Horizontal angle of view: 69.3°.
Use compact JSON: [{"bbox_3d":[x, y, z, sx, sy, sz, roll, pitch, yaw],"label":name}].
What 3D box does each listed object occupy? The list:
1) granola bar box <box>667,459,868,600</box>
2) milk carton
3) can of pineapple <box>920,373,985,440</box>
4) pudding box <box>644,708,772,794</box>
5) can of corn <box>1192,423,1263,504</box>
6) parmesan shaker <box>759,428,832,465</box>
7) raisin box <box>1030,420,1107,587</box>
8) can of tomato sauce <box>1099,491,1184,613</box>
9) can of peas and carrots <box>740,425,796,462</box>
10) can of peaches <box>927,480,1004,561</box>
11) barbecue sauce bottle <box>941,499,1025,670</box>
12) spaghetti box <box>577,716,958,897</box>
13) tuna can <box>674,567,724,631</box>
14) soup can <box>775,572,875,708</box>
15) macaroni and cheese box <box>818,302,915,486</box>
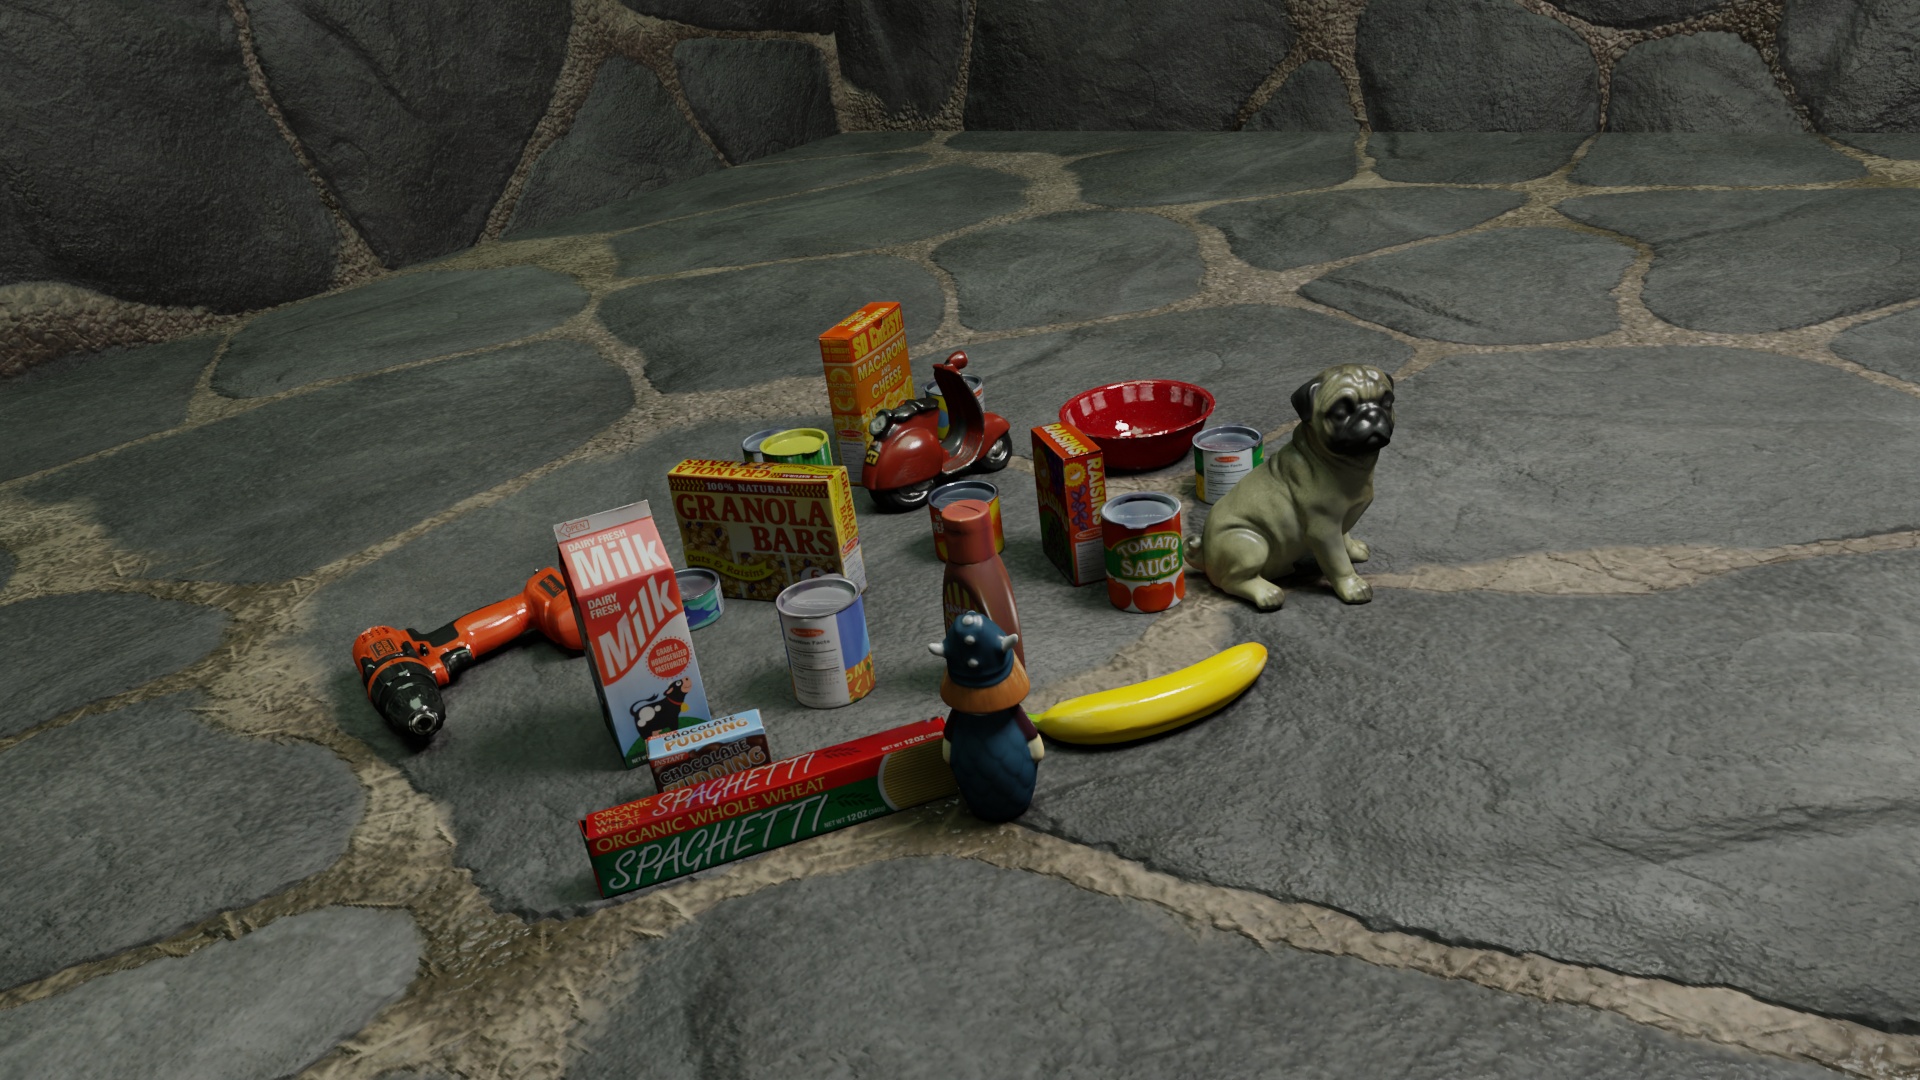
[{"bbox_3d":[-0.174,-0.007,1.244,0.165,0.123,0.039,3,27,23],"label":"granola bar box"},{"bbox_3d":[-0.245,0.065,1.035,0.072,0.189,0.073,-18,27,-20],"label":"milk carton"},{"bbox_3d":[-0.006,-0.152,1.578,0.071,0.057,0.071,-6,25,3],"label":"can of pineapple"},{"bbox_3d":[-0.177,0.156,0.989,0.084,0.049,0.030,-14,26,-12],"label":"pudding box"},{"bbox_3d":[0.259,-0.073,1.336,0.071,0.058,0.071,-6,25,3],"label":"can of corn"},{"bbox_3d":[-0.152,-0.049,1.350,0.071,0.102,0.071,-6,25,3],"label":"parmesan shaker"},{"bbox_3d":[0.098,-0.034,1.222,0.040,0.122,0.086,-13,25,-11],"label":"raisin box"},{"bbox_3d":[0.153,0.011,1.160,0.071,0.082,0.071,-6,25,3],"label":"can of tomato sauce"},{"bbox_3d":[-0.197,-0.083,1.487,0.071,0.058,0.071,-6,25,3],"label":"can of peas and carrots"},{"bbox_3d":[0.005,-0.016,1.289,0.071,0.057,0.071,-6,25,3],"label":"can of peaches"},{"bbox_3d":[0.013,0.043,1.056,0.065,0.148,0.044,16,34,42],"label":"barbecue sauce bottle"},{"bbox_3d":[-0.124,0.177,0.929,0.251,0.050,0.029,-14,26,-13],"label":"spaghetti box"},{"bbox_3d":[-0.248,0.054,1.243,0.071,0.032,0.071,-6,25,3],"label":"tuna can"},{"bbox_3d":[-0.104,0.078,1.091,0.071,0.083,0.071,-6,25,3],"label":"soup can"},{"bbox_3d":[-0.093,-0.158,1.490,0.040,0.165,0.124,4,27,24],"label":"macaroni and cheese box"}]
